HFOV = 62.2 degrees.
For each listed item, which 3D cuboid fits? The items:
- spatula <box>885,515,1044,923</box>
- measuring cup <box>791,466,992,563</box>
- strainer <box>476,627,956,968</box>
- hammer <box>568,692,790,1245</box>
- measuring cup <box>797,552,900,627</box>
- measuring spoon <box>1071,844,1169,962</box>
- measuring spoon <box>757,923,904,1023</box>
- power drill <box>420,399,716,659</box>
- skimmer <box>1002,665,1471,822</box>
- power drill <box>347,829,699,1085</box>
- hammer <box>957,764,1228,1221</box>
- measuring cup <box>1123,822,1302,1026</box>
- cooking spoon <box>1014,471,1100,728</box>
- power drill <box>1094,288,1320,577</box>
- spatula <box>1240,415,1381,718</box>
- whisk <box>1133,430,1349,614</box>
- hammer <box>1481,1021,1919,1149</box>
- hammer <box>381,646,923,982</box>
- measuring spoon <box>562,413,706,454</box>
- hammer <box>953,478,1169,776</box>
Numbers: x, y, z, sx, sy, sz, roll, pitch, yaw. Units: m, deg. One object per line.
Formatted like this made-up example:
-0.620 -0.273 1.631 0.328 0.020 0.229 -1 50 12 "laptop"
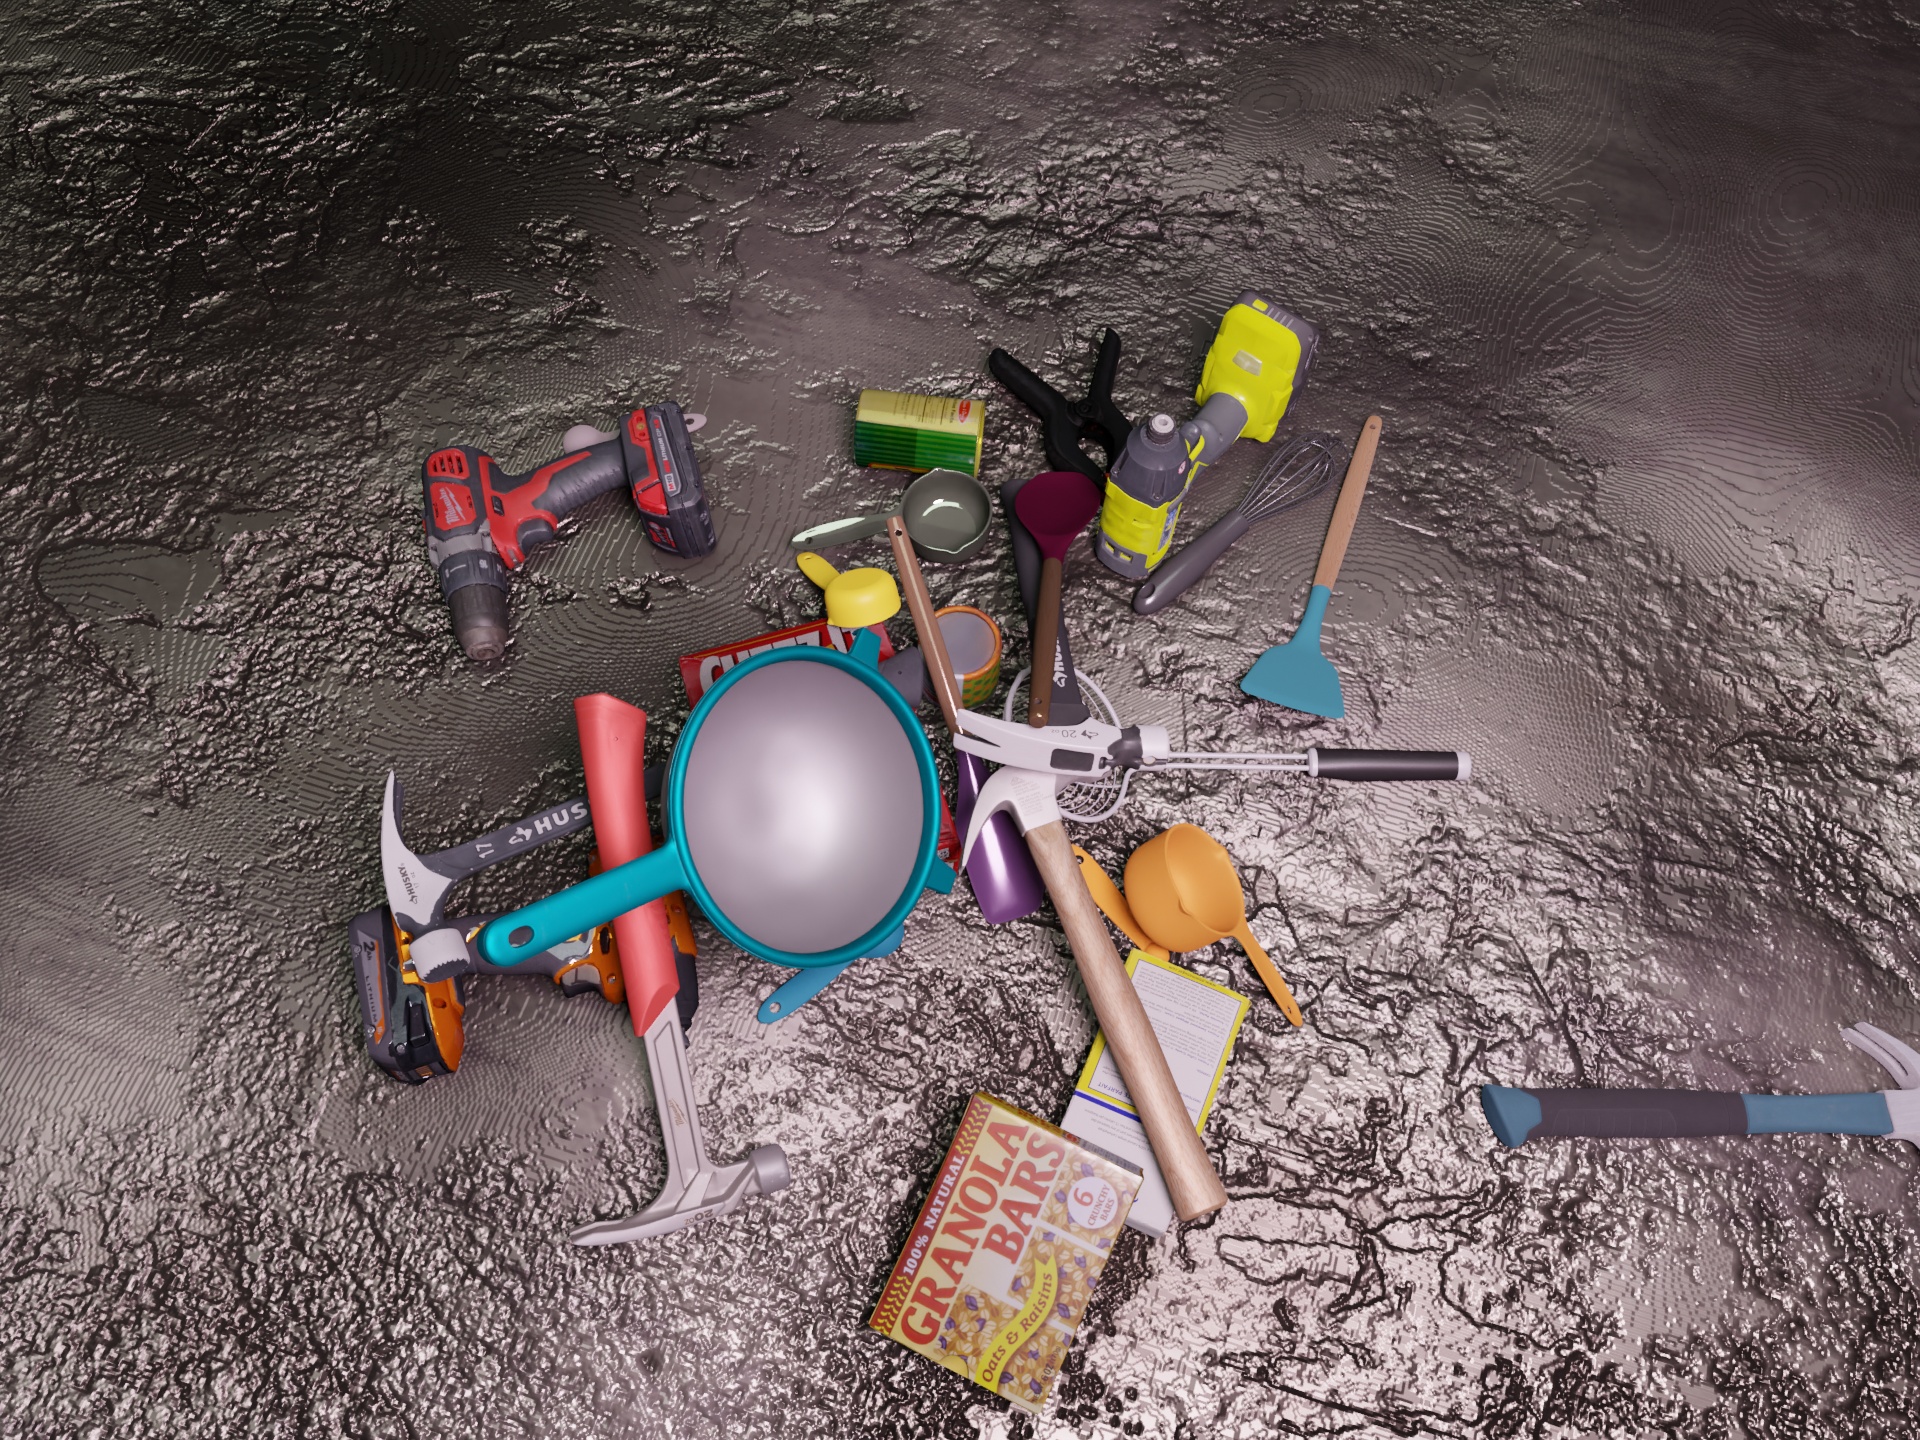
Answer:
-0.002 -0.004 1.196 0.060 0.018 0.316 -18 87 -9 "spatula"
-0.055 -0.156 1.312 0.167 0.038 0.083 -12 67 0 "measuring cup"
-0.168 0.079 1.030 0.340 0.095 0.211 -24 100 -37 "strainer"
-0.219 0.161 1.063 0.149 0.037 0.359 -11 91 -20 "hammer"
-0.098 -0.115 1.250 0.062 0.029 0.157 -22 33 -19 "measuring cup"
0.115 0.136 1.186 0.021 0.011 0.117 -33 70 -16 "measuring spoon"
-0.095 0.176 1.157 0.128 0.021 0.042 -37 70 -18 "measuring spoon"
-0.317 -0.154 1.284 0.226 0.080 0.188 -14 65 -5 "power drill"
0.212 0.019 1.201 0.363 0.090 0.127 1 64 -1 "skimmer"
-0.299 0.181 1.121 0.226 0.084 0.164 -15 66 -12 "power drill"
0.097 0.178 1.089 0.130 0.031 0.331 -19 73 -11 "hammer"
0.183 0.159 1.157 0.173 0.052 0.095 56 35 -5 "measuring cup"
0.067 -0.101 1.194 0.069 0.017 0.319 1 40 7 "cooking spoon"
0.195 -0.238 1.283 0.080 0.171 0.223 34 65 14 "power drill"
0.306 -0.133 1.303 0.082 0.044 0.318 17 64 10 "spatula"
0.232 -0.163 1.317 0.239 0.055 0.055 -40 72 -14 "whisk"
0.534 0.277 1.116 0.331 0.033 0.128 0 65 -1 "hammer"
-0.210 0.036 1.130 0.409 0.036 0.149 -23 68 -15 "hammer"
-0.279 -0.249 1.360 0.124 0.018 0.034 -13 65 -8 "measuring spoon"
0.058 -0.082 1.211 0.146 0.035 0.335 1 41 -7 "hammer"
